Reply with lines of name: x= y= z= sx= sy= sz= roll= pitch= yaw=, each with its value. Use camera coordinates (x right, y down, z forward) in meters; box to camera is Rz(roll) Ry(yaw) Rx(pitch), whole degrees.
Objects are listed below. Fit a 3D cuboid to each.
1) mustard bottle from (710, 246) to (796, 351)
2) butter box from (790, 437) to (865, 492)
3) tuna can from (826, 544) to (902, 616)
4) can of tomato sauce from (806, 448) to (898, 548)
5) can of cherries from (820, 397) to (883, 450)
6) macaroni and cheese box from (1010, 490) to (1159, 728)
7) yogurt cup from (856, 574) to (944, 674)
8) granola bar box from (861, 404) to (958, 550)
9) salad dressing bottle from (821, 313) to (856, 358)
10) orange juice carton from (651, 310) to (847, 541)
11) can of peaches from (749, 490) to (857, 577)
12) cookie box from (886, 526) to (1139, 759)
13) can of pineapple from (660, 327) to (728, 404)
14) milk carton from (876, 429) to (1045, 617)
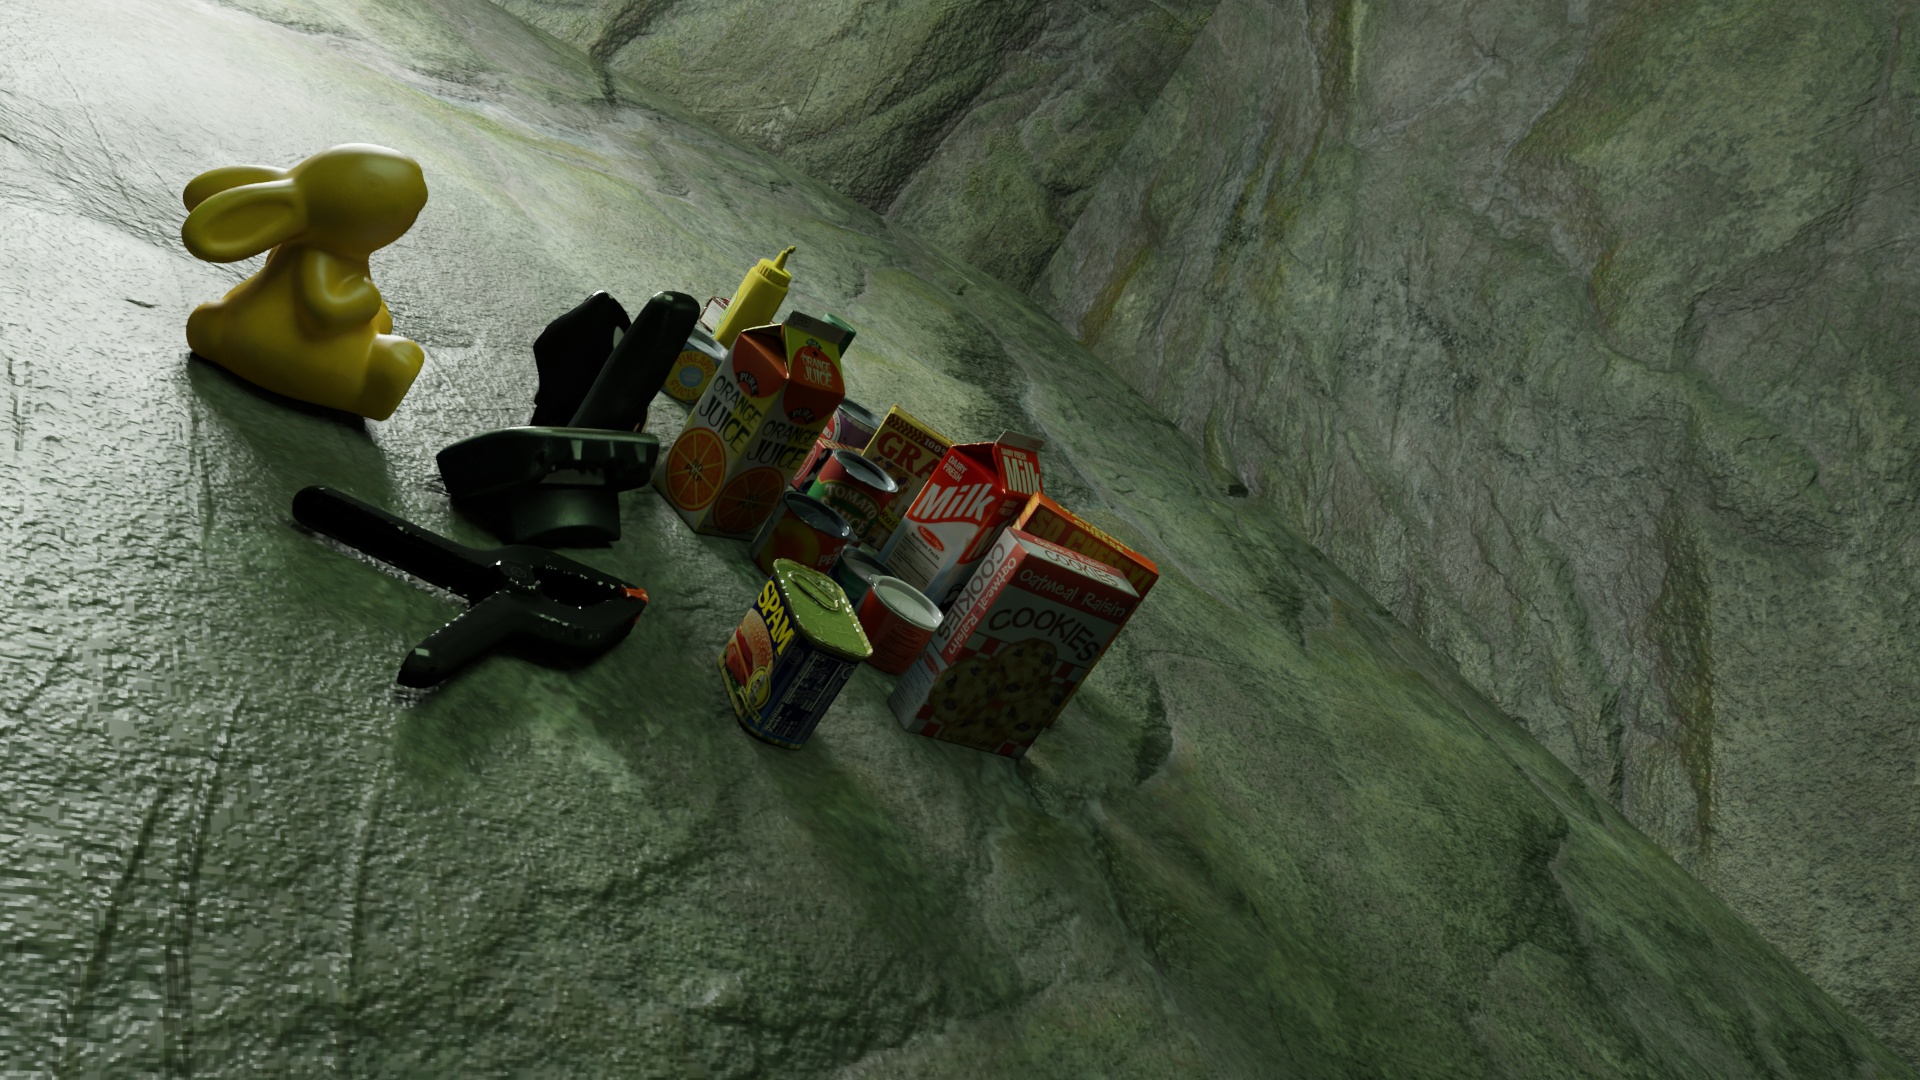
mustard bottle: x=-0.227 y=-0.258 z=1.527 sx=0.049 sy=0.159 sz=0.065 roll=30 pitch=16 yaw=-16
butter box: x=-0.120 y=-0.068 z=1.377 sx=0.024 sy=0.053 sz=0.103 roll=44 pitch=19 yaw=32
tuna can: x=-0.084 y=0.036 z=1.179 sx=0.071 sy=0.032 sz=0.071 roll=31 pitch=16 yaw=-10
can of tomato sauce: x=-0.106 y=-0.029 z=1.237 sx=0.071 sy=0.083 sz=0.071 roll=31 pitch=16 yaw=-10
can of cherries: x=-0.123 y=-0.114 z=1.497 sx=0.071 sy=0.058 sz=0.072 roll=31 pitch=16 yaw=-10
macaroni and cheese box: x=0.069 y=0.058 z=1.174 sx=0.124 sy=0.166 sz=0.040 roll=31 pitch=16 yaw=-10
yogurt cup: x=-0.053 y=0.069 z=1.105 sx=0.072 sy=0.053 sz=0.072 roll=31 pitch=16 yaw=-10
granola bar box: x=-0.027 y=-0.034 z=1.331 sx=0.165 sy=0.124 sz=0.039 roll=32 pitch=15 yaw=-8
salad dressing bottle: x=-0.157 y=-0.156 z=1.390 sx=0.064 sy=0.147 sz=0.044 roll=38 pitch=16 yaw=13
orange juice carton: x=-0.163 y=-0.099 z=1.129 sx=0.073 sy=0.192 sz=0.072 roll=44 pitch=18 yaw=31
can of peaches: x=-0.129 y=0.002 z=1.143 sx=0.071 sy=0.058 sz=0.071 roll=31 pitch=16 yaw=-10
cookie box: x=0.040 y=0.080 z=1.051 sx=0.123 sy=0.167 sz=0.040 roll=21 pitch=20 yaw=-39
can of pineapple: x=-0.272 y=-0.176 z=1.382 sx=0.071 sy=0.057 sz=0.071 roll=31 pitch=16 yaw=-10
milk carton: x=0.004 y=-0.015 z=1.217 sx=0.073 sy=0.190 sz=0.072 roll=42 pitch=17 yaw=28
